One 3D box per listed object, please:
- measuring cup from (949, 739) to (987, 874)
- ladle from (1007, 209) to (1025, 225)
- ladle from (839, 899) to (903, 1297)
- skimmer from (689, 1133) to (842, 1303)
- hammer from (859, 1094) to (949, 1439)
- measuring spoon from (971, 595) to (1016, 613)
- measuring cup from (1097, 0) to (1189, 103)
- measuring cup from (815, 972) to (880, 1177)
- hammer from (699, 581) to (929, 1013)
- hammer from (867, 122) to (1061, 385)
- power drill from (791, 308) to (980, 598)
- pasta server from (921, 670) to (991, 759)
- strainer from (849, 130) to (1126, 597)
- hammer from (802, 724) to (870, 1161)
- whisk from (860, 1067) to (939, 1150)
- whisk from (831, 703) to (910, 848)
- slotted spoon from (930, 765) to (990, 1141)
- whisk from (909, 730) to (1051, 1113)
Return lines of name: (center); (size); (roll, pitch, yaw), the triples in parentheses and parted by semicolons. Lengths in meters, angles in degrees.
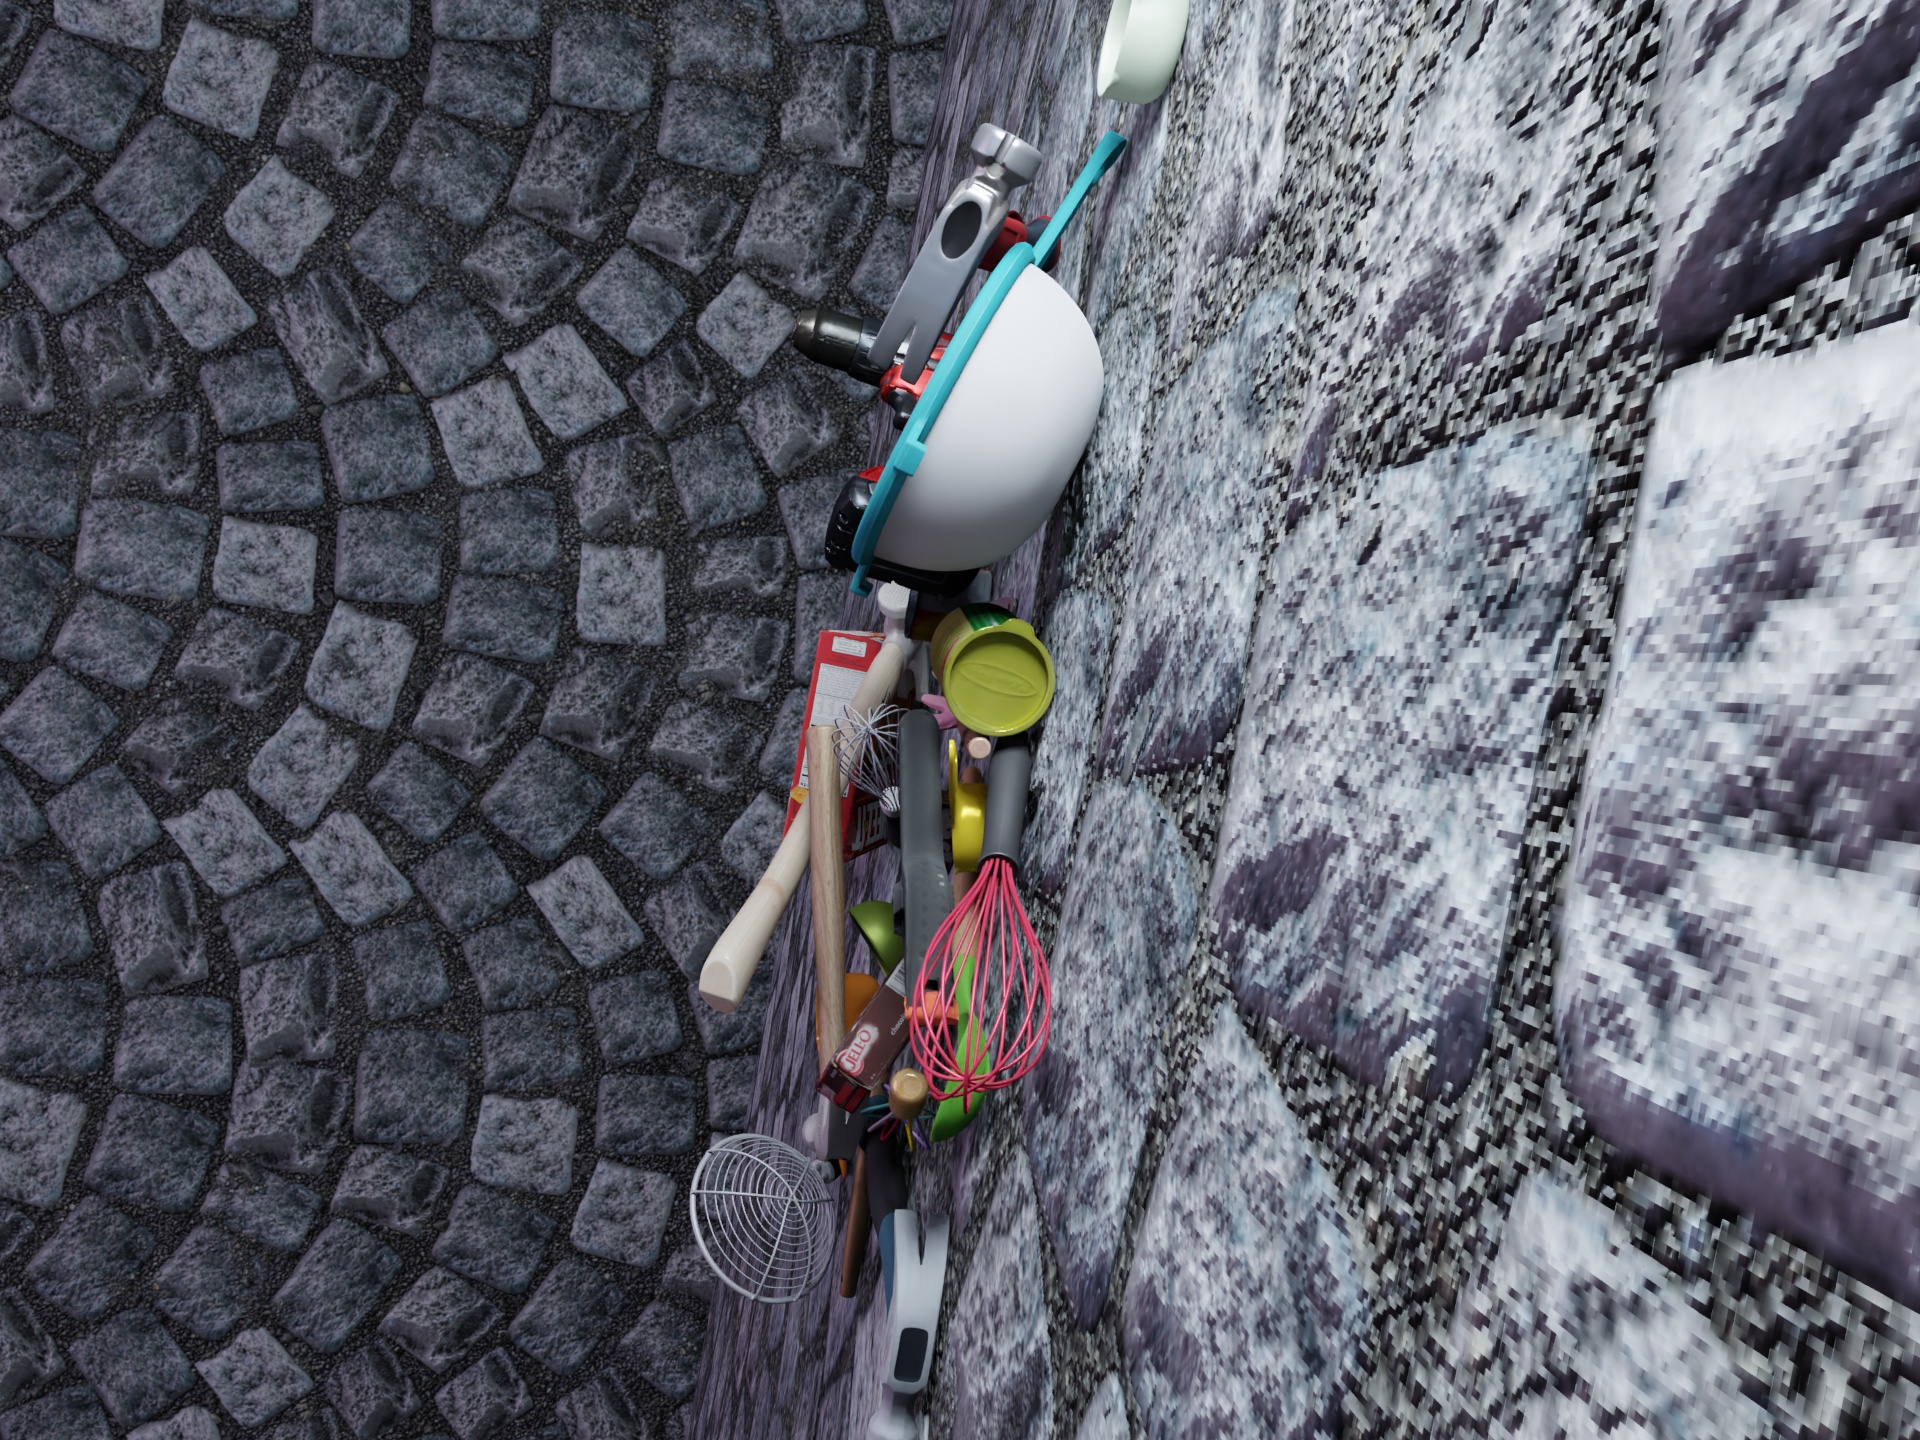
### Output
measuring cup: (0.008, 0.047, 0.955); (0.156, 0.029, 0.062); (85, -175, -66)
ladle: (0.044, -0.299, 1.250); (0.069, 0.031, 0.316); (64, -162, -46)
ladle: (-0.078, 0.300, 1.254); (0.078, 0.062, 0.320); (-157, 75, -74)
skimmer: (-0.142, 0.389, 1.300); (0.127, 0.090, 0.363); (56, 174, 9)
hammer: (-0.047, 0.337, 1.065); (0.331, 0.033, 0.128); (-123, 43, -78)
measuring spoon: (0.026, -0.075, 1.173); (0.124, 0.018, 0.034); (169, 111, -74)
measuring cup: (0.118, -0.415, 0.888); (0.167, 0.038, 0.083); (125, 154, -66)
measuring cup: (-0.088, 0.299, 1.355); (0.095, 0.052, 0.174); (114, 150, -61)
hammer: (-0.113, 0.070, 1.335); (0.146, 0.038, 0.411); (85, -156, -49)
hammer: (0.021, -0.297, 1.041); (0.143, 0.038, 0.386); (-60, 0, 16)
power drill: (-0.050, -0.220, 1.223); (0.080, 0.188, 0.227); (121, 161, -54)
pasta server: (-0.002, -0.003, 1.089); (0.316, 0.040, 0.060); (-110, 42, -83)
strainer: (0.053, -0.218, 0.966); (0.340, 0.095, 0.211); (-61, 1, -21)
hammer: (-0.100, 0.168, 1.219); (0.130, 0.031, 0.331); (148, 121, -72)
whisk: (-0.036, 0.234, 0.982); (0.244, 0.051, 0.047); (99, -173, -72)
whisk: (-0.056, 0.056, 1.274); (0.284, 0.070, 0.070); (79, -163, -68)
slotted spoon: (0.004, 0.132, 1.004); (0.314, 0.031, 0.070); (-87, 7, -52)
whisk: (0.019, 0.093, 0.862); (0.296, 0.073, 0.073); (-80, 5, -55)
